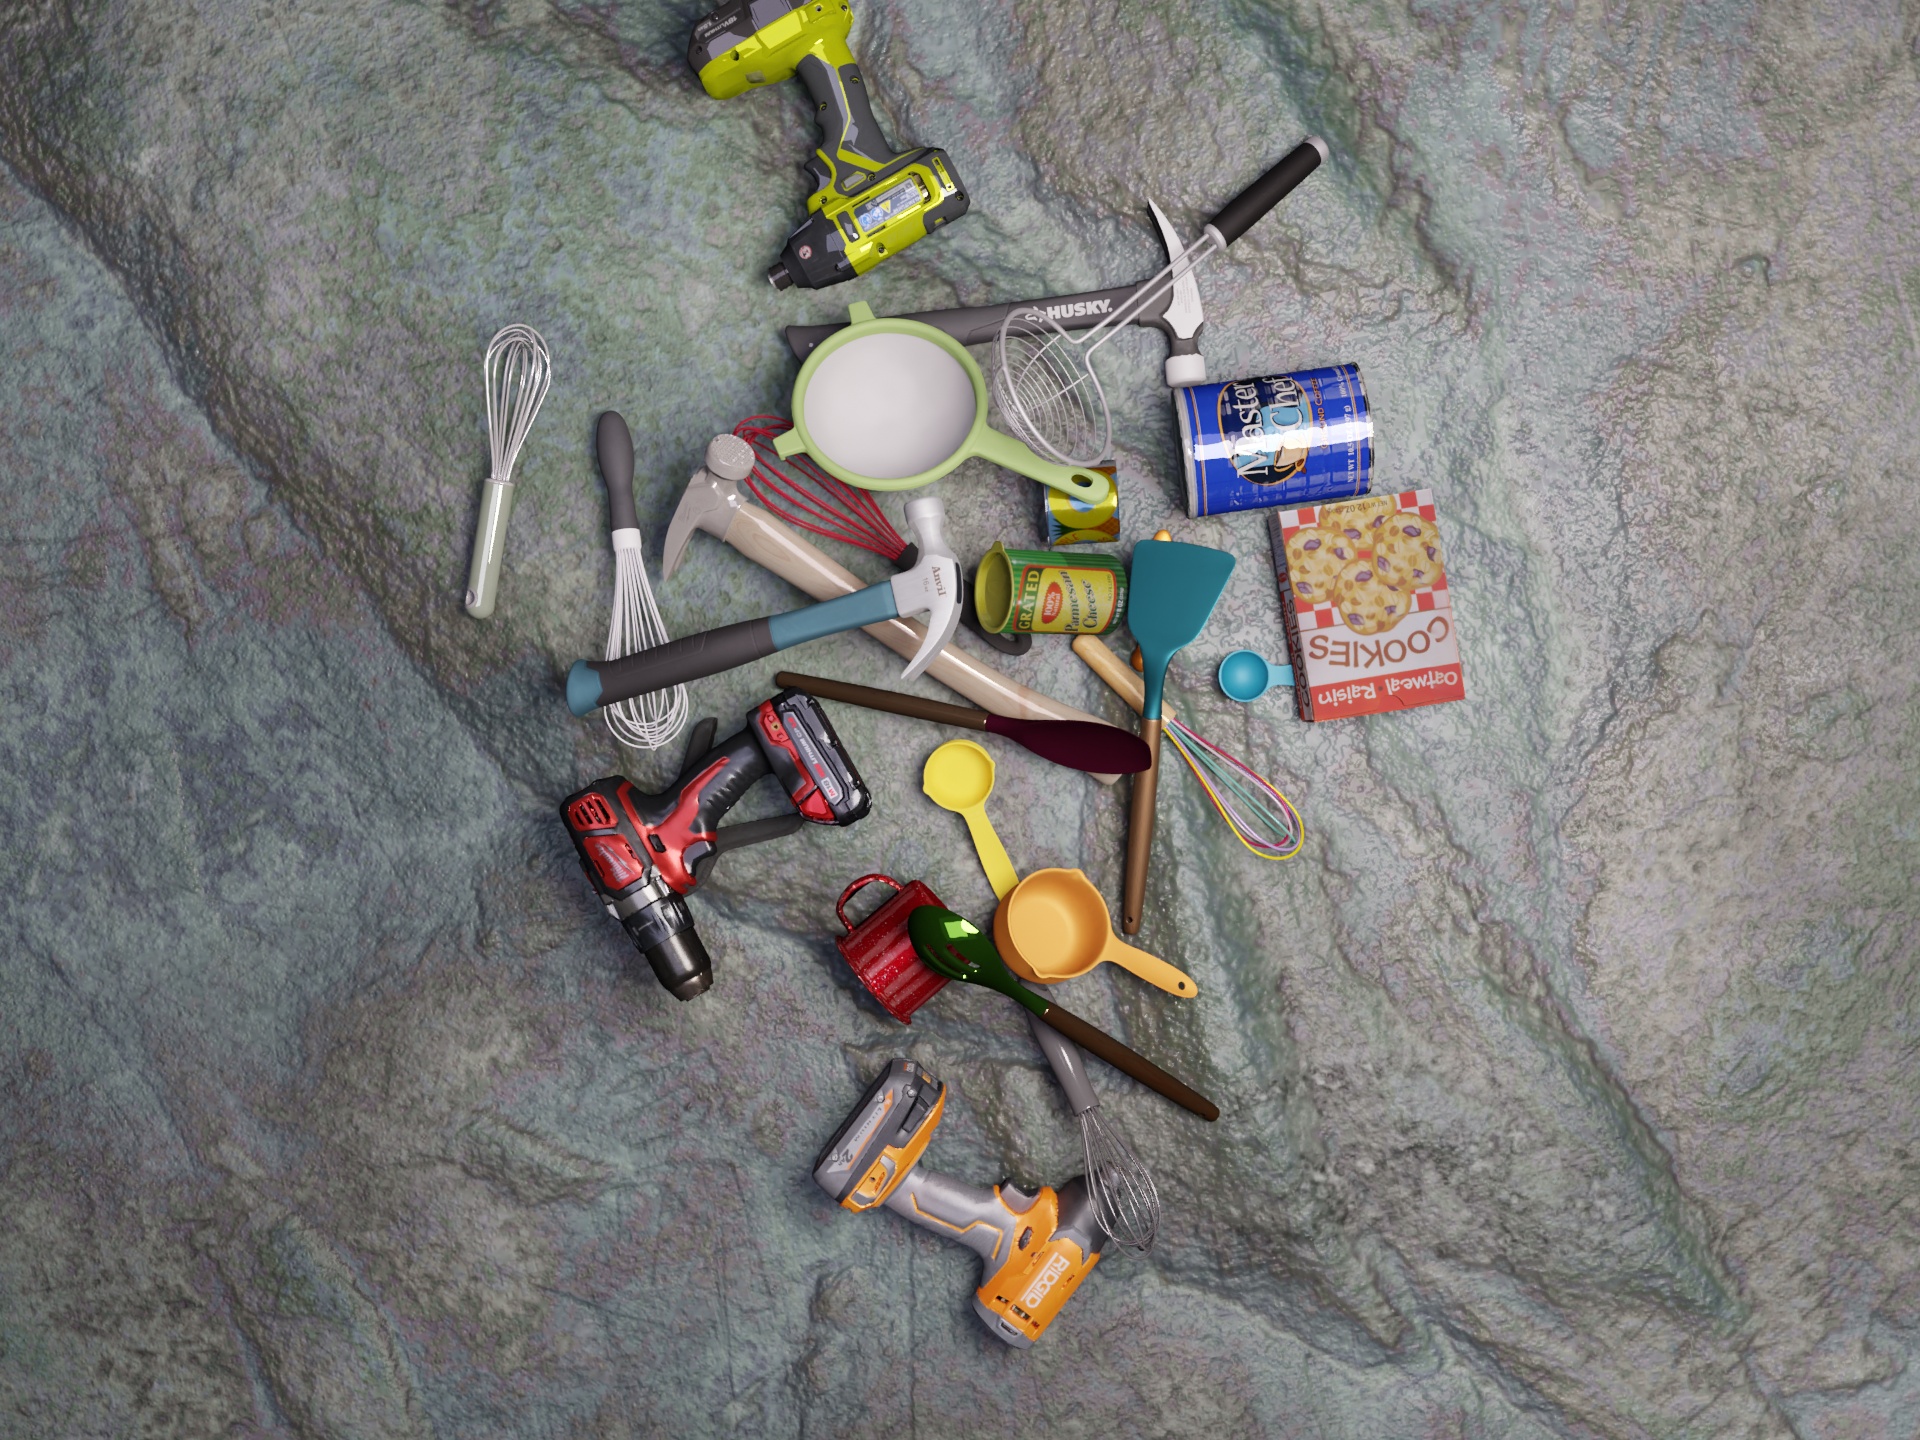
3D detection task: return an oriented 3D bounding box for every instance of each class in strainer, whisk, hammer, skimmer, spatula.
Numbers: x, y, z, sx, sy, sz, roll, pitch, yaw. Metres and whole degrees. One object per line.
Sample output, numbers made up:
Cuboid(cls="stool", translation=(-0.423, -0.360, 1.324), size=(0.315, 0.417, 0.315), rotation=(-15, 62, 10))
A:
Cuboid(cls="strainer", translation=(-0.007, -0.214, 1.241), size=(0.256, 0.069, 0.151), rotation=(23, 71, 6))
Cuboid(cls="whisk", translation=(-0.062, -0.146, 1.283), size=(0.296, 0.073, 0.073), rotation=(37, 94, -3))
Cuboid(cls="whisk", translation=(0.097, 0.307, 1.253), size=(0.055, 0.055, 0.239), rotation=(-27, 67, 5))
Cuboid(cls="hammer", translation=(-0.049, -0.063, 1.275), size=(0.410, 0.038, 0.146), rotation=(33, 133, -3))
Cuboid(cls="hammer", translation=(0.024, -0.326, 1.282), size=(0.335, 0.035, 0.146), rotation=(-6, 91, 6))
Cuboid(cls="hammer", translation=(-0.154, -0.064, 1.217), size=(0.331, 0.033, 0.128), rotation=(-15, 85, 15))
Cuboid(cls="whisk", translation=(0.179, 0.019, 1.271), size=(0.245, 0.051, 0.047), rotation=(44, 100, 6))
Cuboid(cls="whisk", translation=(-0.270, -0.116, 1.303), size=(0.070, 0.070, 0.285), rotation=(-9, 85, 5))
Cuboid(cls="whisk", translation=(-0.381, -0.205, 1.319), size=(0.058, 0.059, 0.246), rotation=(16, 98, 41))
Cuboid(cls="skimmer", translation=(0.164, -0.331, 1.199), size=(0.363, 0.090, 0.127), rotation=(-42, 109, -11))
Cuboid(cls="spatula", translation=(0.154, 0.020, 1.252), size=(0.082, 0.044, 0.317), rotation=(12, 109, 24))

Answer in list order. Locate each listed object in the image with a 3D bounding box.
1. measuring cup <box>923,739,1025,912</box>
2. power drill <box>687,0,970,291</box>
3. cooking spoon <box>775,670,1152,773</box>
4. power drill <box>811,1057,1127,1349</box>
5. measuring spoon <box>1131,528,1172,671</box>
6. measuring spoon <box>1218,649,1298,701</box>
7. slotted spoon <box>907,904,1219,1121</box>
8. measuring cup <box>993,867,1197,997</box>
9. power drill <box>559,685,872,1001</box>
Cuboid(cls="measuring cup", translation=(0.019, 0.087, 1.300), size=(0.062, 0.029, 0.156), rotation=(-22, 101, 7))
Cuboid(cls="power drill", translation=(-0.117, -0.467, 1.272), size=(0.171, 0.080, 0.223), rotation=(-28, 92, 5))
Cuboid(cls="cooking spoon", translation=(-0.002, -0.004, 1.266), size=(0.319, 0.068, 0.017), rotation=(12, 57, 17))
Cuboid(cls="power drill", translation=(0.014, 0.372, 1.275), size=(0.226, 0.084, 0.164), rotation=(38, 92, 0))
Cuboid(cls="measuring spoon", translation=(0.155, -0.097, 1.284), size=(0.021, 0.011, 0.117), rotation=(9, 92, 5))
Cuboid(cls="measuring spoon", translation=(0.269, -0.036, 1.277), size=(0.128, 0.021, 0.042), rotation=(-1, 89, -4))
Cuboid(cls="slotted spoon", translation=(0.085, 0.236, 1.237), size=(0.313, 0.031, 0.070), rotation=(34, 138, -19))
Cuboid(cls="measuring cup", translation=(0.106, 0.185, 1.273), size=(0.173, 0.052, 0.095), rotation=(28, 64, -12))
Cuboid(cls="power drill", translation=(-0.182, 0.095, 1.256), size=(0.226, 0.080, 0.188), rotation=(-29, 86, -1))
